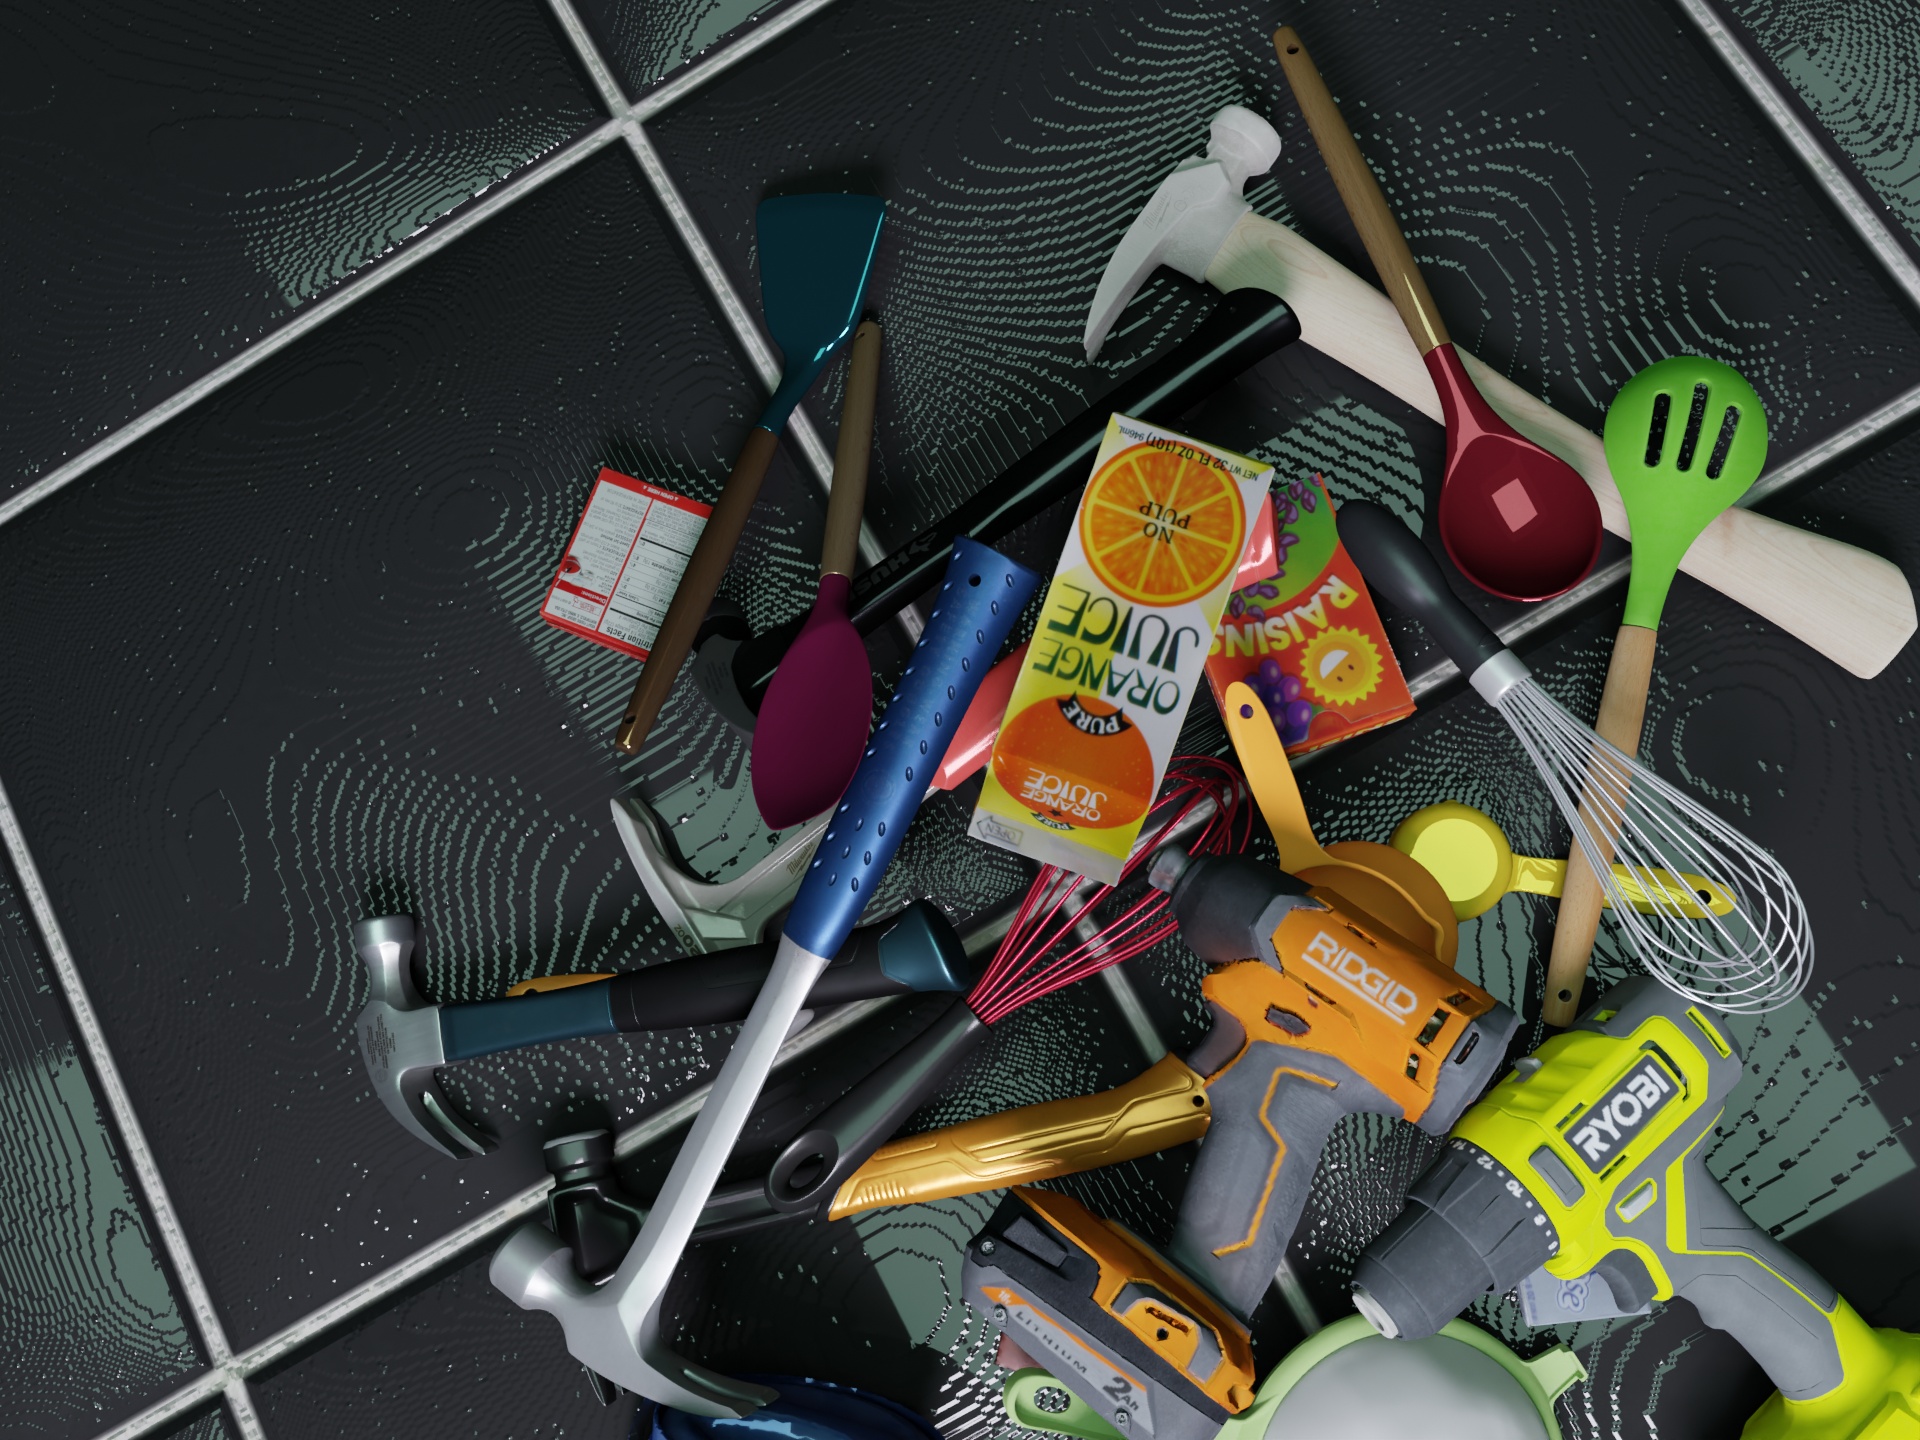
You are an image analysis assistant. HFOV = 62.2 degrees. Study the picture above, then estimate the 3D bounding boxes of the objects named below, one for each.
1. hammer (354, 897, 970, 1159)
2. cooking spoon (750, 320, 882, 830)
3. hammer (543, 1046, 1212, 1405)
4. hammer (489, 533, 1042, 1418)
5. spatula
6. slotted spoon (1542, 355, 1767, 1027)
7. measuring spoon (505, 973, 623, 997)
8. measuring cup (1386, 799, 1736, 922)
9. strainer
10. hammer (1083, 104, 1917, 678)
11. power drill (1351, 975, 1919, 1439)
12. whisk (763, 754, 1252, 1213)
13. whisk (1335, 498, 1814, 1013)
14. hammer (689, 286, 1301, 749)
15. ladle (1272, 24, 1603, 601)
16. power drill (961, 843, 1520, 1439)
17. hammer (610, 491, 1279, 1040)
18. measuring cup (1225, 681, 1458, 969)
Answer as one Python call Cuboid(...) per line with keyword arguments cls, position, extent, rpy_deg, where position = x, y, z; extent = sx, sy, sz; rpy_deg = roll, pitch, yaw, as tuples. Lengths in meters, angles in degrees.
Cuboid(cls="hammer", position=(-0.153, 0.133, 0.768), extent=(0.331, 0.033, 0.128), rpy_deg=(-13, 80, 20))
Cuboid(cls="cooking spoon", position=(-0.056, -0.083, 0.750), extent=(0.069, 0.017, 0.319), rpy_deg=(-23, 45, 30))
Cuboid(cls="hammer", position=(-0.033, 0.226, 0.761), extent=(0.337, 0.034, 0.127), rpy_deg=(-16, 78, 7))
Cuboid(cls="hammer", position=(-0.067, 0.112, 0.700), extent=(0.144, 0.035, 0.405), rpy_deg=(28, 94, 22))
Cuboid(cls="spatula", position=(-0.115, -0.130, 0.808), extent=(0.082, 0.044, 0.318), rpy_deg=(9, 67, 26))
Cuboid(cls="slotted spoon", position=(0.303, -0.016, 0.717), extent=(0.070, 0.031, 0.314), rpy_deg=(13, 89, 13))
Cuboid(cls="measuring spoon", position=(-0.179, 0.139, 0.812), extent=(0.117, 0.011, 0.021), rpy_deg=(-4, 80, 9))
Cuboid(cls="measuring cup", position=(0.277, 0.072, 0.733), extent=(0.156, 0.029, 0.062), rpy_deg=(7, 82, 13))
Cuboid(cls="strainer", position=(0.144, 0.317, 0.662), extent=(0.256, 0.069, 0.151), rpy_deg=(16, 86, -5))
Cuboid(cls="hammer", position=(0.255, -0.139, 0.770), extent=(0.411, 0.038, 0.146), rpy_deg=(36, 90, 13))
Cuboid(cls="power drill", position=(0.290, 0.246, 0.652), extent=(0.190, 0.080, 0.228), rpy_deg=(-37, 82, -14))
Cuboid(cls="whisk", position=(0.021, 0.123, 0.742), extent=(0.296, 0.073, 0.073), rpy_deg=(-43, 76, -3))
Cuboid(cls="whisk", position=(0.258, 0.005, 0.693), extent=(0.070, 0.070, 0.285), rpy_deg=(-36, 68, 3))
Cuboid(cls="hammer", position=(0.017, -0.097, 0.761), extent=(0.335, 0.035, 0.146), rpy_deg=(-35, 39, 4))
Cuboid(cls="ladle", position=(0.214, -0.197, 0.754), extent=(0.069, 0.031, 0.315), rpy_deg=(-23, 78, 7))
Cuboid(cls="power drill", position=(0.100, 0.166, 0.658), extent=(0.164, 0.084, 0.226), rpy_deg=(35, 79, 20))
Cuboid(cls="hammer", position=(-0.001, -0.002, 0.769), extent=(0.359, 0.036, 0.149), rpy_deg=(-38, 77, 11))
Cuboid(cls="measuring cup", position=(0.165, 0.059, 0.724), extent=(0.095, 0.052, 0.173), rpy_deg=(-23, 88, 33))
